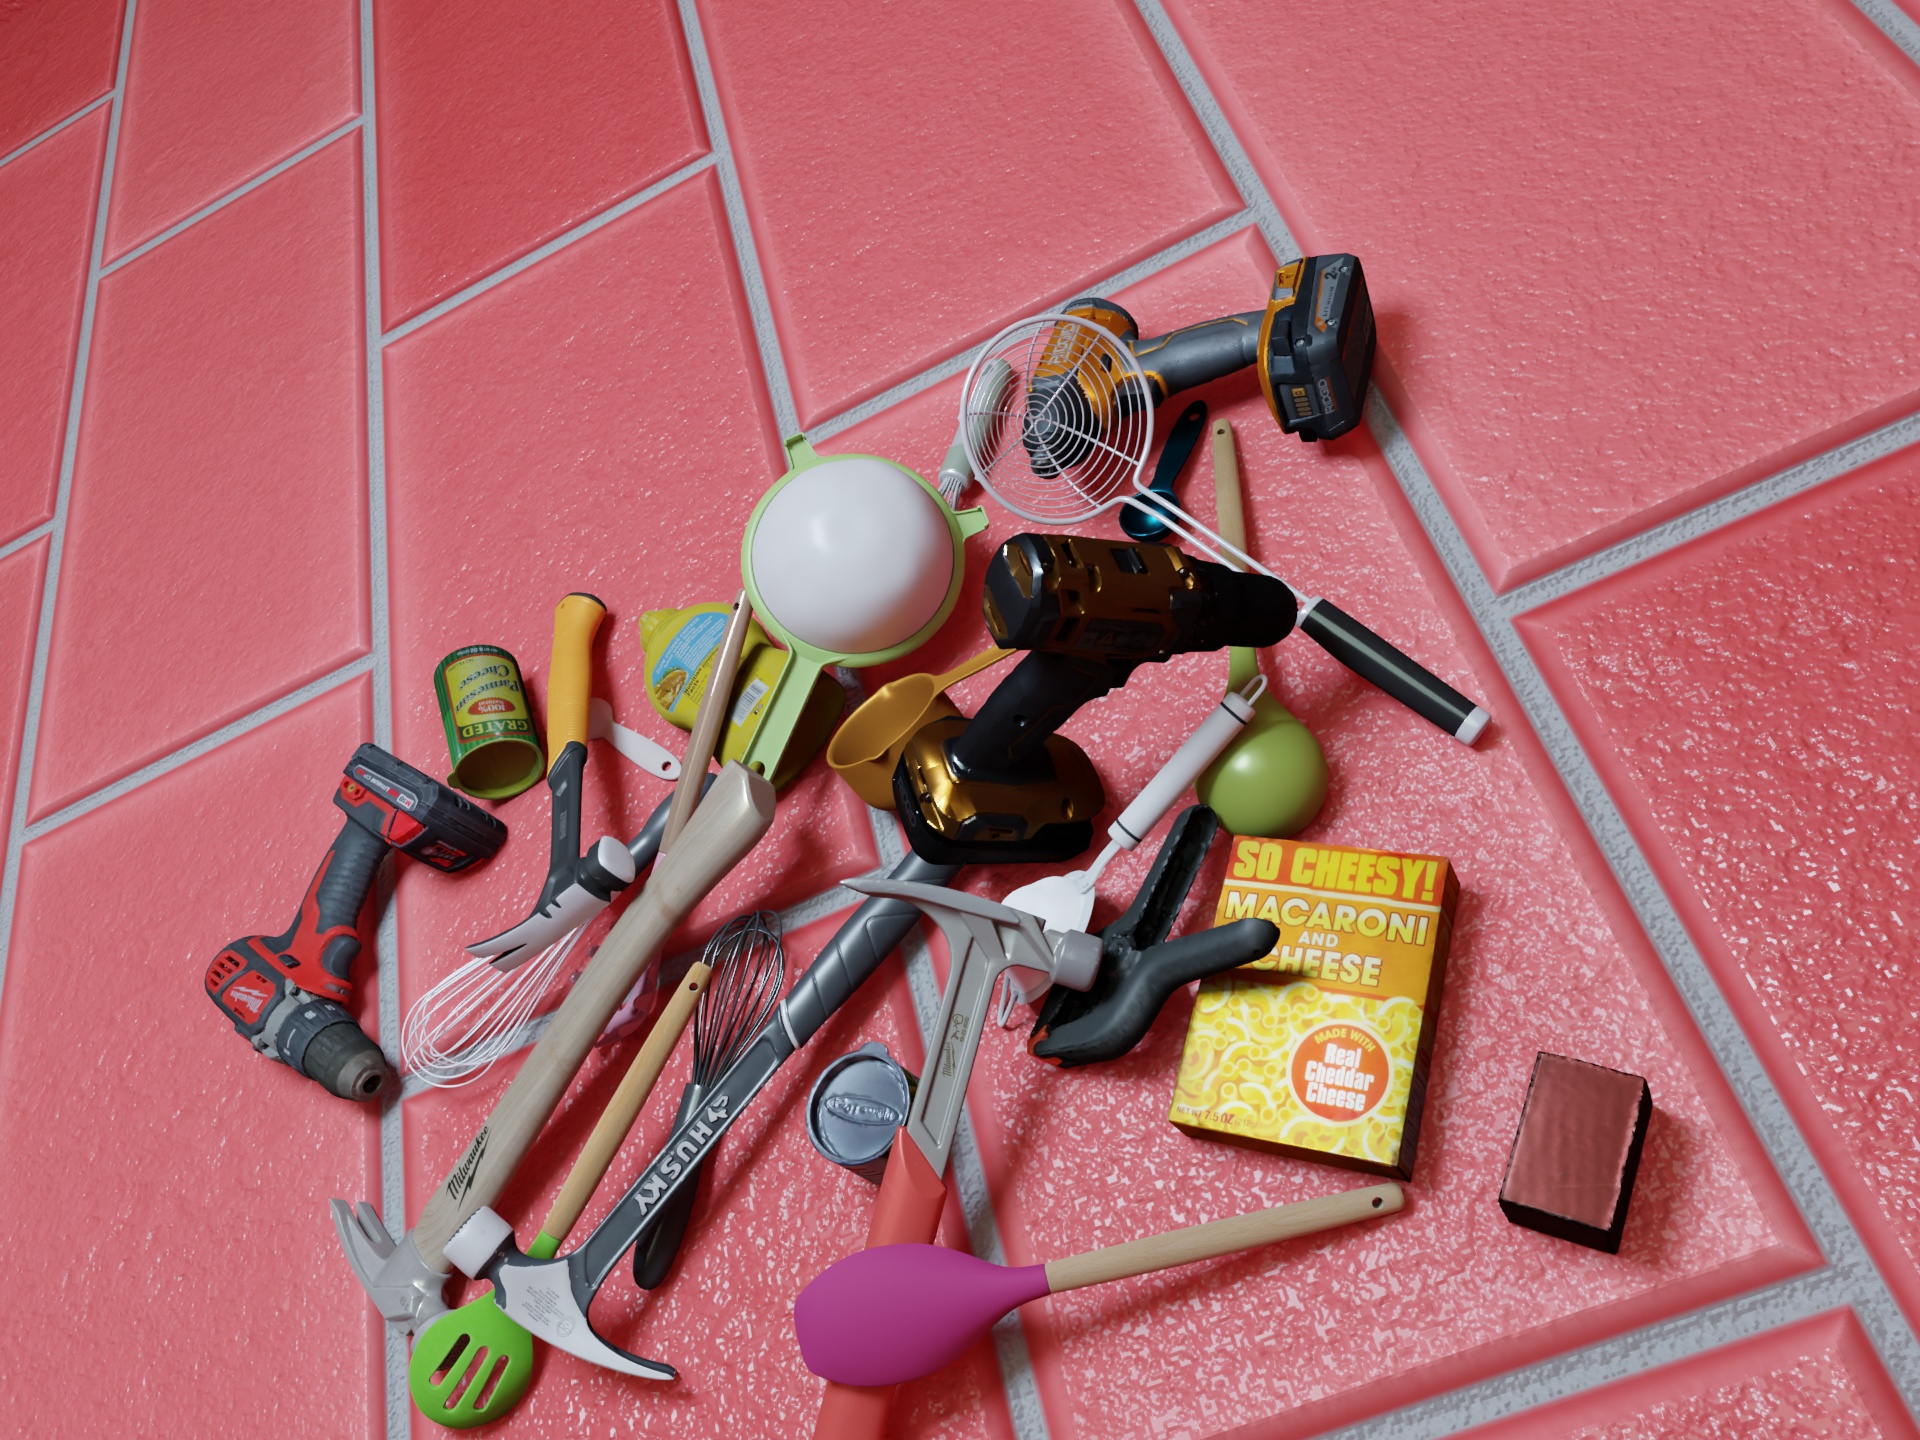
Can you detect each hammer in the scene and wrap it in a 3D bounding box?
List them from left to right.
[{"bbox_3d":[-0.282,0.022,1.125,0.127,0.034,0.337,-36,37,19],"label":"hammer"},{"bbox_3d":[-0.253,0.197,1.011,0.146,0.038,0.410,35,91,37],"label":"hammer"},{"bbox_3d":[-0.111,0.202,0.956,0.149,0.036,0.409,41,76,2],"label":"hammer"},{"bbox_3d":[-0.039,0.268,0.850,0.149,0.036,0.359,15,81,4],"label":"hammer"}]

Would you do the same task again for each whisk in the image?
[{"bbox_3d":[-0.269,0.138,1.088,0.284,0.070,0.070,-45,52,-10],"label":"whisk"},{"bbox_3d":[-0.157,0.229,0.983,0.055,0.055,0.239,5,69,29],"label":"whisk"},{"bbox_3d":[-0.008,-0.166,1.140,0.058,0.059,0.246,-10,51,46],"label":"whisk"}]

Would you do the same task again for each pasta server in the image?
[{"bbox_3d":[-0.191,0.062,1.058,0.060,0.040,0.316,13,84,32],"label":"pasta server"}]

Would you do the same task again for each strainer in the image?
[{"bbox_3d":[-0.091,-0.067,1.034,0.151,0.069,0.256,23,77,2],"label":"strainer"},{"bbox_3d":[0.088,0.070,0.916,0.258,0.050,0.087,-50,18,10],"label":"strainer"}]

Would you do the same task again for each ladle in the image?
[{"bbox_3d":[0.177,-0.068,1.000,0.078,0.062,0.320,-12,51,18],"label":"ladle"}]

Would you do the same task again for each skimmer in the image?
[{"bbox_3d":[0.156,-0.108,0.938,0.363,0.090,0.127,39,84,20],"label":"skimmer"}]

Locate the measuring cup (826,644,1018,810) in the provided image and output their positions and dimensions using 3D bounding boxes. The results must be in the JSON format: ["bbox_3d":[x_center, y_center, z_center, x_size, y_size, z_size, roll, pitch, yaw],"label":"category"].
[{"bbox_3d":[-0.002,-0.003,1.015,0.173,0.052,0.095,-30,24,15],"label":"measuring cup"}]

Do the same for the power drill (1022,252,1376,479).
[{"bbox_3d":[0.150,-0.227,1.058,0.226,0.084,0.164,-3,45,28],"label":"power drill"}]

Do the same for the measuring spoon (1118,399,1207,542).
[{"bbox_3d":[0.146,-0.168,1.086,0.042,0.021,0.129,8,57,31],"label":"measuring spoon"}]

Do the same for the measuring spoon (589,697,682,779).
[{"bbox_3d":[-0.247,0.013,1.169,0.124,0.018,0.034,27,76,35],"label":"measuring spoon"}]

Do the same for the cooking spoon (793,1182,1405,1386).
[{"bbox_3d":[0.070,0.279,0.813,0.319,0.017,0.069,-14,80,3],"label":"cooking spoon"}]

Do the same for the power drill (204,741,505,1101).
[{"bbox_3d":[-0.429,0.148,1.147,0.188,0.080,0.227,24,77,35],"label":"power drill"}]

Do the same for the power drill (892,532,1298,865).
[{"bbox_3d":[0.075,-0.012,0.915,0.226,0.185,0.084,-61,38,41],"label":"power drill"}]

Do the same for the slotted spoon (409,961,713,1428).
[{"bbox_3d":[-0.234,0.286,0.960,0.070,0.031,0.314,30,83,-8],"label":"slotted spoon"}]
